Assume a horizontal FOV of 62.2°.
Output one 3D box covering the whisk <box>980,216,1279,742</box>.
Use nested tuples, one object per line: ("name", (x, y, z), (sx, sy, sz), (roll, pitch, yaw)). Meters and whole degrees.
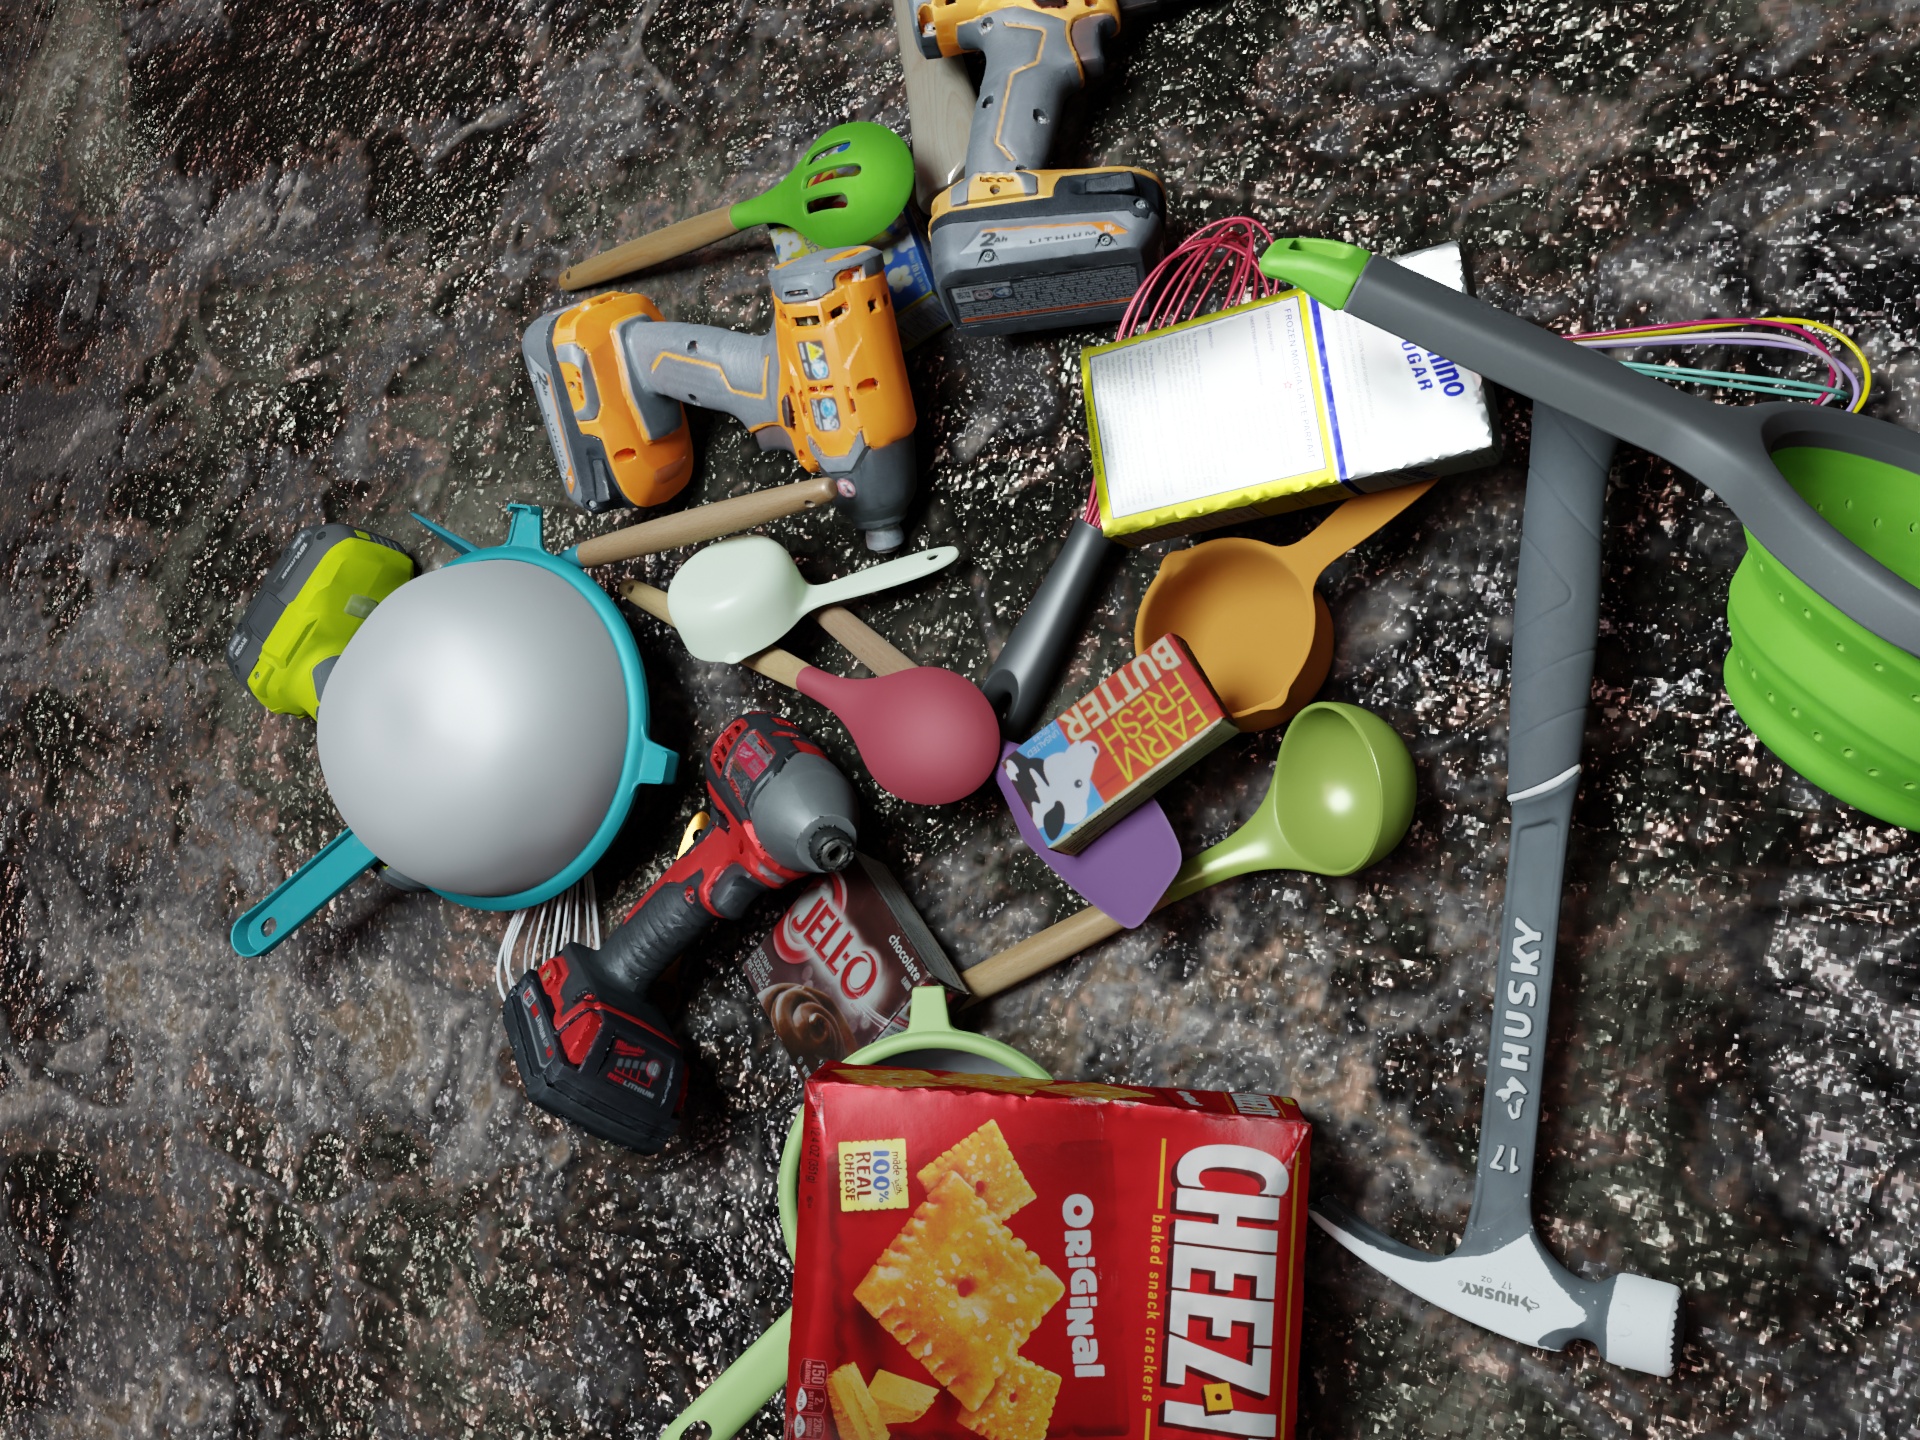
("whisk", (0.078, -0.115, 0.805), (0.073, 0.073, 0.296), (33, 102, 31))

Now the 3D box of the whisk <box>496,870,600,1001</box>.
("whisk", (-0.229, 0.056, 0.944), (0.059, 0.057, 0.246), (8, 77, -4))

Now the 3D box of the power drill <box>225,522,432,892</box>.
("power drill", (-0.358, -0.023, 1.016), (0.223, 0.080, 0.171), (39, 99, 27))

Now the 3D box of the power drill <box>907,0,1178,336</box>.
("power drill", (0.066, -0.328, 0.840), (0.185, 0.084, 0.226), (-5, 74, 10))

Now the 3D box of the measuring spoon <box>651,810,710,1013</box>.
("measuring spoon", (-0.157, 0.109, 0.909), (0.021, 0.011, 0.117), (5, 77, 23))

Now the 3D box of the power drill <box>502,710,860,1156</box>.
("power drill", (-0.136, 0.105, 0.826), (0.219, 0.078, 0.143), (-53, 31, 1))

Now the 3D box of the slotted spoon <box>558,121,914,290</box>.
("slotted spoon", (-0.150, -0.294, 0.955), (0.314, 0.031, 0.070), (-1, 86, 43))

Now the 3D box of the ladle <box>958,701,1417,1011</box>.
("ladle", (0.071, 0.089, 0.758), (0.320, 0.062, 0.078), (-30, 58, 23))

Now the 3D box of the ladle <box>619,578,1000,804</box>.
("ladle", (-0.099, -0.032, 0.875), (0.316, 0.031, 0.069), (26, 90, 41))

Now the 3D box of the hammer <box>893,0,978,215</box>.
("hammer", (-0.037, -0.490, 0.969), (0.146, 0.038, 0.411), (-14, 72, 27))

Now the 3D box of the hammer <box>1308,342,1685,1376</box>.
("hammer", (0.235, 0.046, 0.659), (0.149, 0.036, 0.409), (5, 88, 32))

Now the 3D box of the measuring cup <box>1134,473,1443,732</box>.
("measuring cup", (0.164, -0.064, 0.745), (0.173, 0.052, 0.095), (-40, 62, 13))

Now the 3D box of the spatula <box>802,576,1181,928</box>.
("spatula", (-0.001, -0.003, 0.818), (0.316, 0.018, 0.060), (39, 100, 39))

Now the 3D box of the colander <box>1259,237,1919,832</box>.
("colander", (0.280, -0.062, 0.589), (0.397, 0.204, 0.094), (27, 126, 8))

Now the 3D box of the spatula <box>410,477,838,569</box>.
("spatula", (-0.196, -0.110, 0.918), (0.317, 0.082, 0.044), (-8, 55, 33))

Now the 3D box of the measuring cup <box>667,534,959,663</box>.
("measuring cup", (-0.084, -0.081, 0.867), (0.167, 0.038, 0.083), (-14, 39, 18))

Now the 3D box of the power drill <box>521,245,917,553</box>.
("power drill", (-0.126, -0.171, 0.898), (0.226, 0.084, 0.164), (2, 117, 31))

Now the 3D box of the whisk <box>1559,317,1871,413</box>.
("whisk", (0.263, -0.162, 0.700), (0.245, 0.051, 0.047), (15, 114, 26))

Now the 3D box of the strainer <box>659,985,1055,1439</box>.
("strainer", (-0.043, 0.256, 0.758), (0.256, 0.069, 0.151), (-45, 83, 3))

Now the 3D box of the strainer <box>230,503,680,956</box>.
("strainer", (-0.332, 0.039, 0.902), (0.340, 0.095, 0.211), (-37, 72, 18))
